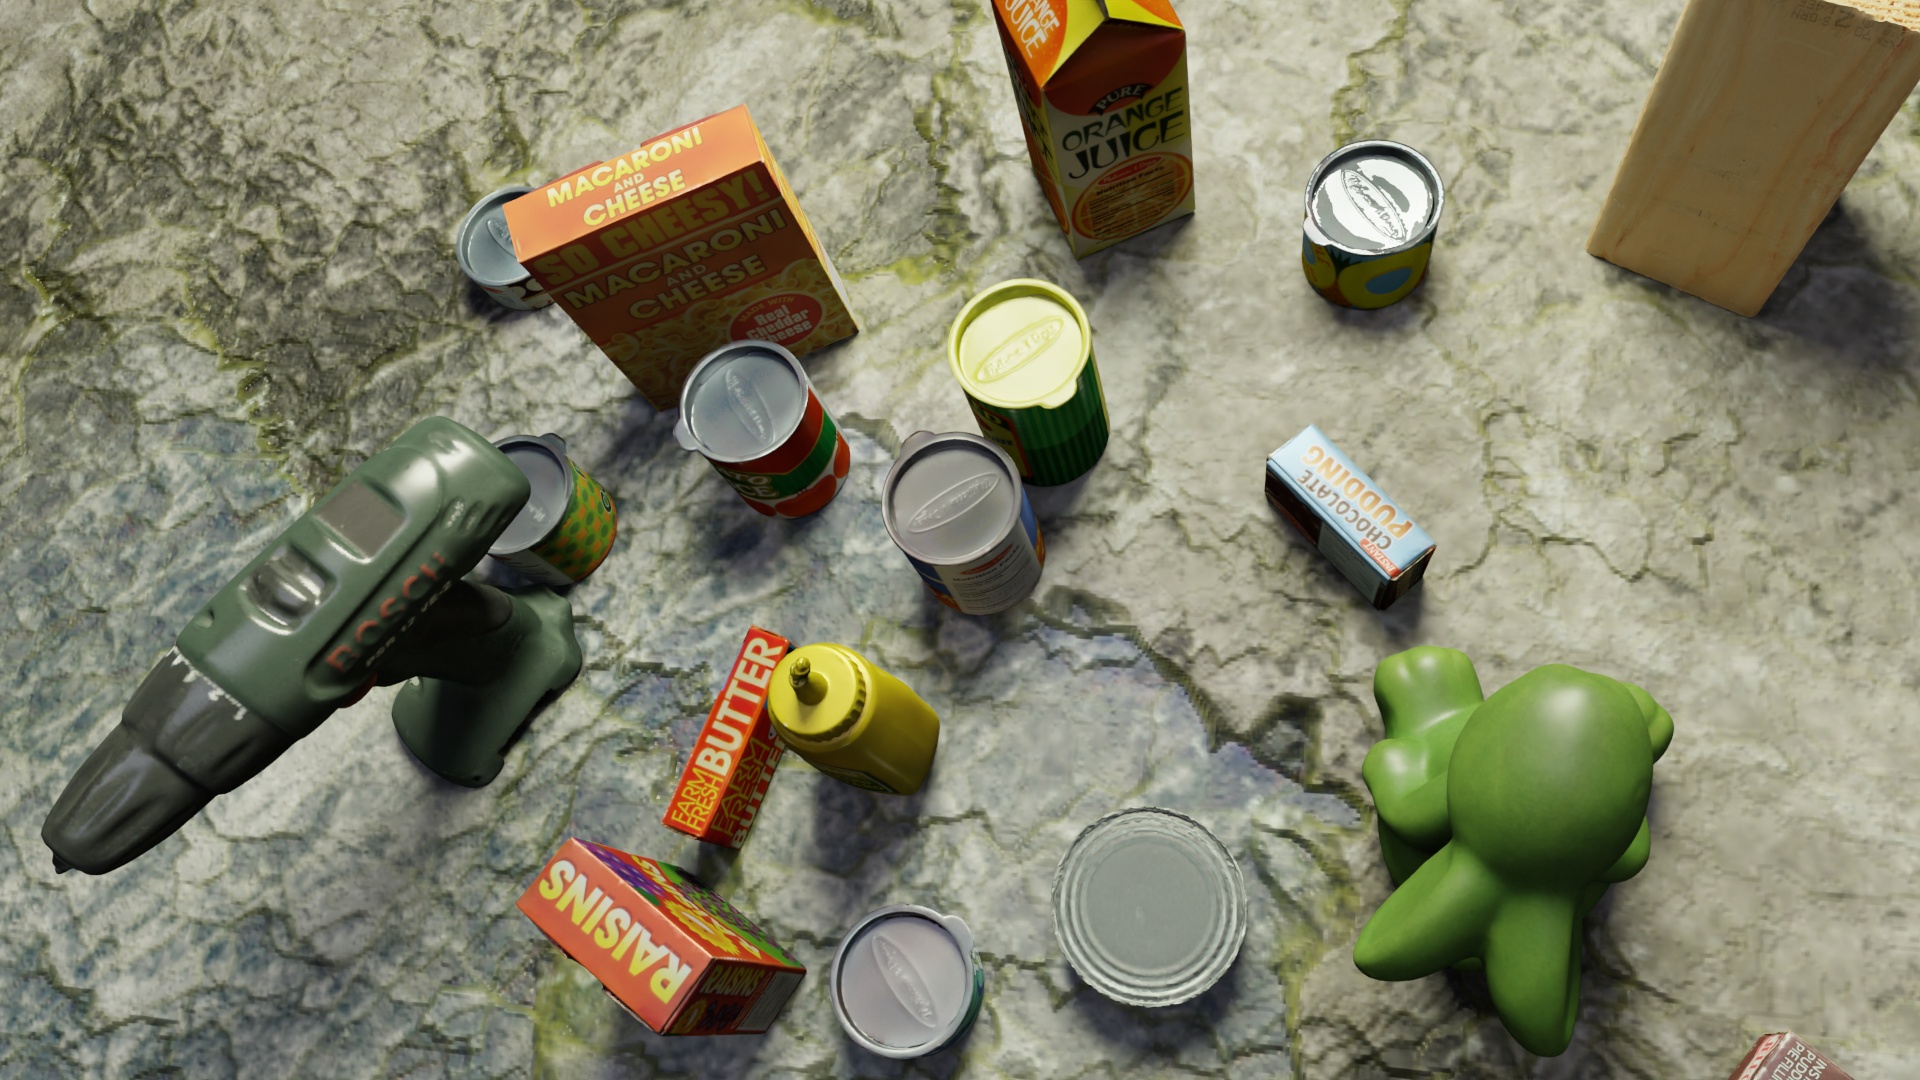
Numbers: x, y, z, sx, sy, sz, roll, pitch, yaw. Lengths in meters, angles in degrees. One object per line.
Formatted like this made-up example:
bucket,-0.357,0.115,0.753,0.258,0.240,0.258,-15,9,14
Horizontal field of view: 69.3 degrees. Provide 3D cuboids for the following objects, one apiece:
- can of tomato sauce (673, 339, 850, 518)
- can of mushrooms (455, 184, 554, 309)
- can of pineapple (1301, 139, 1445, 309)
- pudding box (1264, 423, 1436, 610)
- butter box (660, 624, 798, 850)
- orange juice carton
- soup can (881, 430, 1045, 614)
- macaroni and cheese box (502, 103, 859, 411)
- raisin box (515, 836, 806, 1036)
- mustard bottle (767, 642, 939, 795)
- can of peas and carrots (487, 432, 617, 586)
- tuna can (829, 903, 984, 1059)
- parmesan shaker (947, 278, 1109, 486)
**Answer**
can of tomato sauce,-0.100,-0.054,0.712,0.071,0.083,0.071,-4,70,10
can of mushrooms,-0.256,-0.173,0.815,0.071,0.033,0.071,-4,70,10
can of pineapple,0.205,-0.158,0.703,0.071,0.057,0.071,-4,70,10
pudding box,0.182,-0.011,0.658,0.030,0.049,0.084,-39,68,-4
butter box,-0.105,0.097,0.674,0.024,0.053,0.104,18,75,17
orange juice carton,0.066,-0.227,0.683,0.073,0.192,0.072,-23,68,3
soup can,0.002,-0.008,0.675,0.071,0.083,0.071,-4,70,10
macaroni and cheese box,-0.134,-0.136,0.705,0.124,0.166,0.040,-22,68,3
raisin box,-0.128,0.177,0.612,0.086,0.123,0.040,34,80,20
mustard bottle,-0.053,0.077,0.613,0.065,0.160,0.049,14,74,16
can of peas and carrots,-0.223,-0.017,0.737,0.071,0.058,0.071,-4,70,10
tuna can,-0.022,0.199,0.631,0.071,0.032,0.071,-4,70,10
parmesan shaker,0.038,-0.072,0.680,0.071,0.103,0.071,-4,70,10
